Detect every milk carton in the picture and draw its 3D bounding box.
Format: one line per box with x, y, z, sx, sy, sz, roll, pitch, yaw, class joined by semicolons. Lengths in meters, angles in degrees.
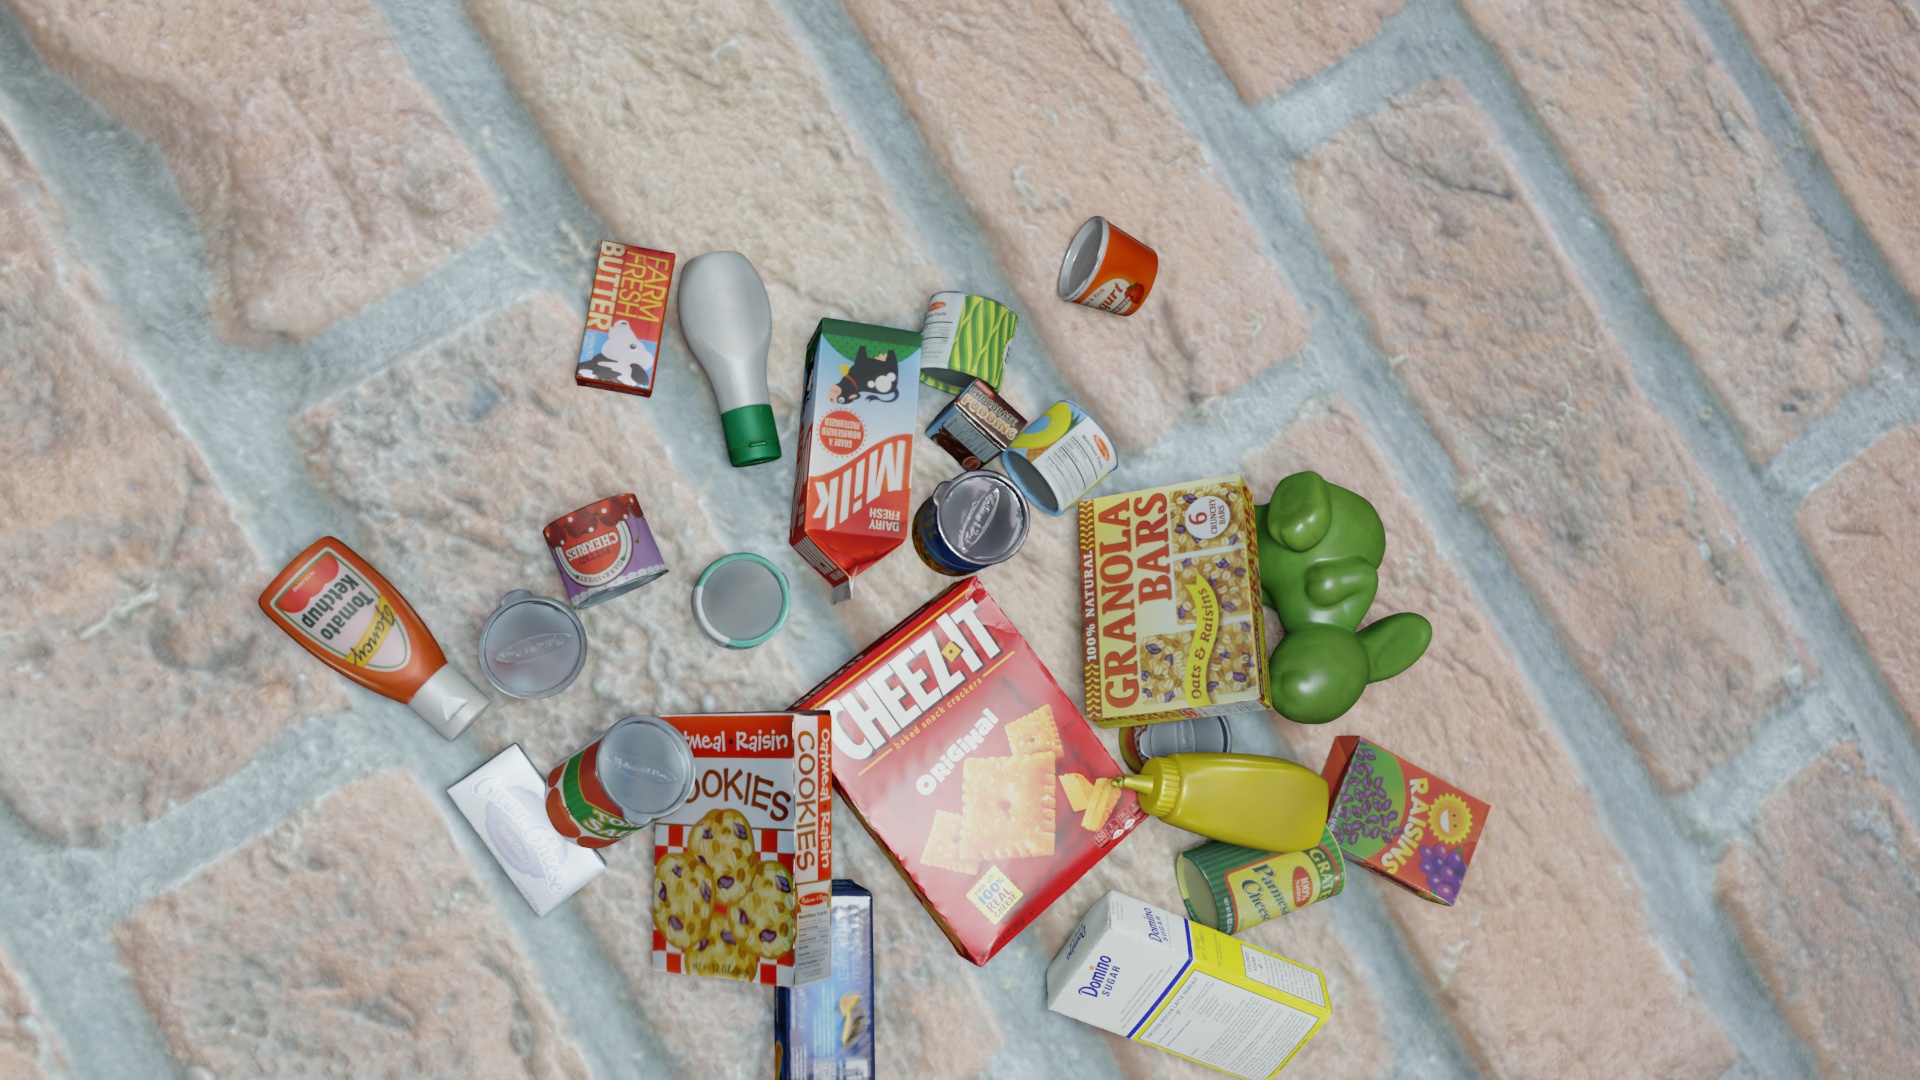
-0.075;-0.051;0.971;0.073;0.072;0.190;7;81;-14;milk carton

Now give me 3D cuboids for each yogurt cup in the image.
0.112;-0.204;1.048;0.054;0.072;0.072;19;78;-20;yogurt cup

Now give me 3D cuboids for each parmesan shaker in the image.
0.218;0.245;1.011;0.103;0.071;0.071;-16;87;-16;parmesan shaker

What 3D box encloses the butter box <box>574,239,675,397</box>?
-0.233;-0.155;0.968;0.053;0.024;0.103;10;80;-13;butter box

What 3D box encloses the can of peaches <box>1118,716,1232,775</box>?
0.153;0.145;1.011;0.071;0.058;0.071;2;83;-14;can of peaches

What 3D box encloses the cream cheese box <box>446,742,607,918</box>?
-0.282;0.188;0.907;0.053;0.024;0.104;-36;93;-18;cream cheese box

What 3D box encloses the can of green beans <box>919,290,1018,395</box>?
0.003;-0.141;1.008;0.071;0.071;0.058;16;79;-12;can of green beans

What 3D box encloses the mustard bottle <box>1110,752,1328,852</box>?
0.174;0.175;0.957;0.160;0.049;0.065;13;85;-17;mustard bottle

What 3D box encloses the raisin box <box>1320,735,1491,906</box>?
0.332;0.213;1.059;0.123;0.040;0.086;28;75;-10;raisin box

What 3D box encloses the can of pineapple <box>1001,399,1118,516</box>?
0.071;-0.060;1.016;0.058;0.071;0.071;-40;94;-16;can of pineapple

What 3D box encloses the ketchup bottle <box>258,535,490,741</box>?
-0.370;0.067;0.891;0.149;0.043;0.065;43;74;-6;ketchup bottle

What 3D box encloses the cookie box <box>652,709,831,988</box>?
-0.141;0.194;0.897;0.040;0.123;0.167;11;76;-55;cookie box

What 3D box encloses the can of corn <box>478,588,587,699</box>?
-0.279;0.068;0.907;0.071;0.058;0.071;2;82;-14;can of corn

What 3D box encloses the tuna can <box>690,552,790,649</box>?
-0.149;0.041;0.959;0.071;0.032;0.071;2;82;-14;tuna can

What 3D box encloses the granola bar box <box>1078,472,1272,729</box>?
0.149;0.044;0.982;0.124;0.039;0.166;-10;65;23;granola bar box

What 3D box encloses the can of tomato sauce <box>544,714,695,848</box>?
-0.219;0.157;0.886;0.071;0.082;0.071;21;55;-32;can of tomato sauce

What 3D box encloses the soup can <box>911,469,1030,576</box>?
0.003;-0.012;0.980;0.071;0.083;0.071;2;82;-15;soup can

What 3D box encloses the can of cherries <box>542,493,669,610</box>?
-0.236;0.007;0.920;0.072;0.071;0.058;-23;89;-17;can of cherries

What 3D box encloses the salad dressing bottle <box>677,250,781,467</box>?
-0.158;-0.126;0.975;0.064;0.044;0.147;-11;86;-18;salad dressing bottle

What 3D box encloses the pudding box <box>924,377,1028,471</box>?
0.010;-0.081;0.992;0.049;0.083;0.030;41;72;-6;pudding box
